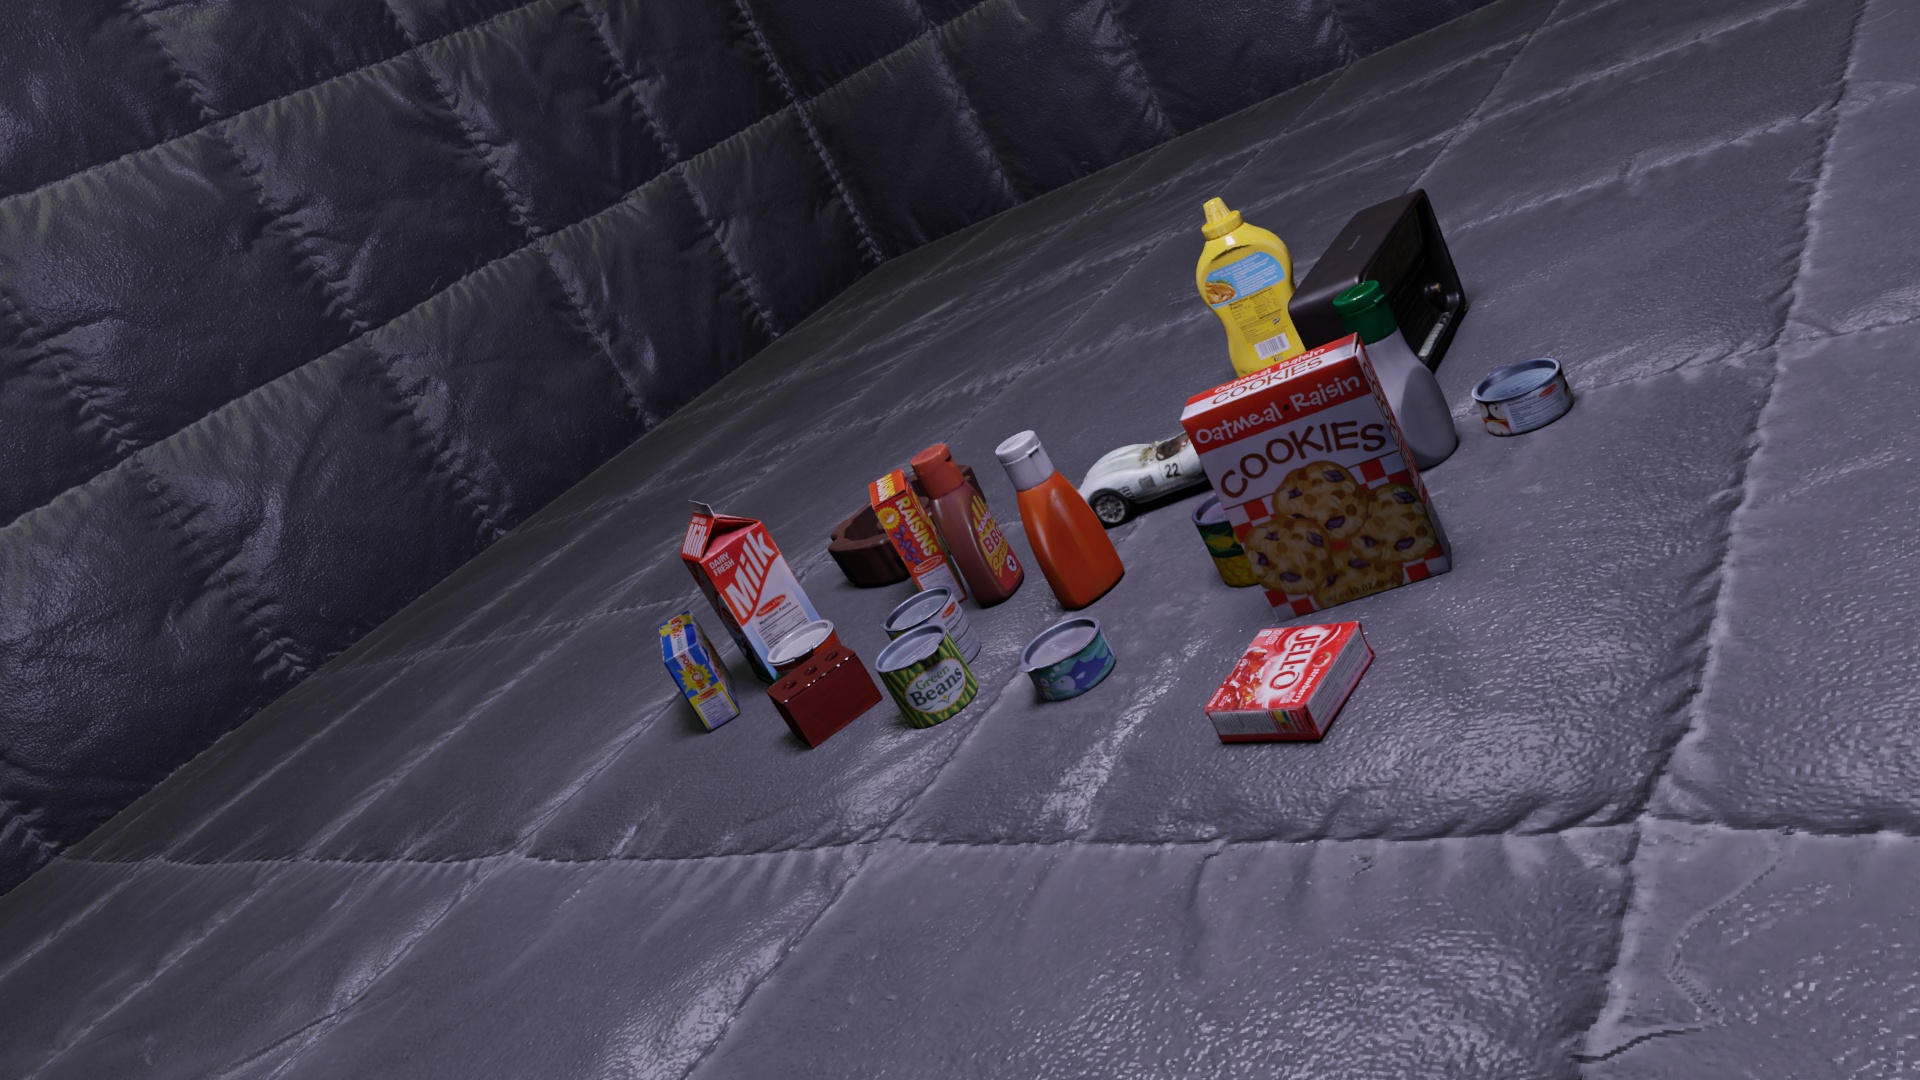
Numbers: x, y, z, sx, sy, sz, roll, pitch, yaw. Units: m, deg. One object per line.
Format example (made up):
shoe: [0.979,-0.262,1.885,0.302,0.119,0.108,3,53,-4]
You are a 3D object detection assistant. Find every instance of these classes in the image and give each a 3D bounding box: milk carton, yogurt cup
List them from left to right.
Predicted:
milk carton: [-0.206,0.043,1.348,0.074,0.190,0.072,-36,18,-20]
yogurt cup: [-0.135,0.113,1.272,0.072,0.054,0.072,-26,18,9]

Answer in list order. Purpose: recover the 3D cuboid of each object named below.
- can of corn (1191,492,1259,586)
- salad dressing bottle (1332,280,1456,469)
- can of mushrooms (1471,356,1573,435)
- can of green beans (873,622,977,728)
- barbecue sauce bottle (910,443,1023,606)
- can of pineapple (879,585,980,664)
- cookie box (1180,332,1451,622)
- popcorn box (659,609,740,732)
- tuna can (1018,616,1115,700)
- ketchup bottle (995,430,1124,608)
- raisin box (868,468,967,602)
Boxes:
can of corn: [0.219,-0.006,1.051,0.071,0.058,0.071,-26,18,9]
salad dressing bottle: [0.331,-0.126,1.063,0.064,0.147,0.044,-39,20,-28]
can of mushrooms: [0.428,-0.111,1.059,0.071,0.033,0.071,-26,18,9]
can of green beans: [-0.027,0.108,1.114,0.071,0.057,0.071,-26,18,9]
barbecue sauce bottle: [0.004,-0.016,1.257,0.043,0.148,0.065,-20,20,28]
can of pineapple: [-0.025,0.081,1.186,0.071,0.057,0.071,-26,18,9]
cookie box: [0.239,-0.039,0.932,0.122,0.167,0.040,-20,19,27]
popcorn box: [-0.259,0.127,1.372,0.038,0.085,0.127,-31,18,-6]
tuna can: [0.079,0.090,1.042,0.071,0.032,0.071,-26,18,9]
ketchup bottle: [0.079,-0.019,1.152,0.065,0.148,0.043,-38,19,-27]
raisin box: [-0.041,0.000,1.325,0.040,0.123,0.086,-28,17,3]
